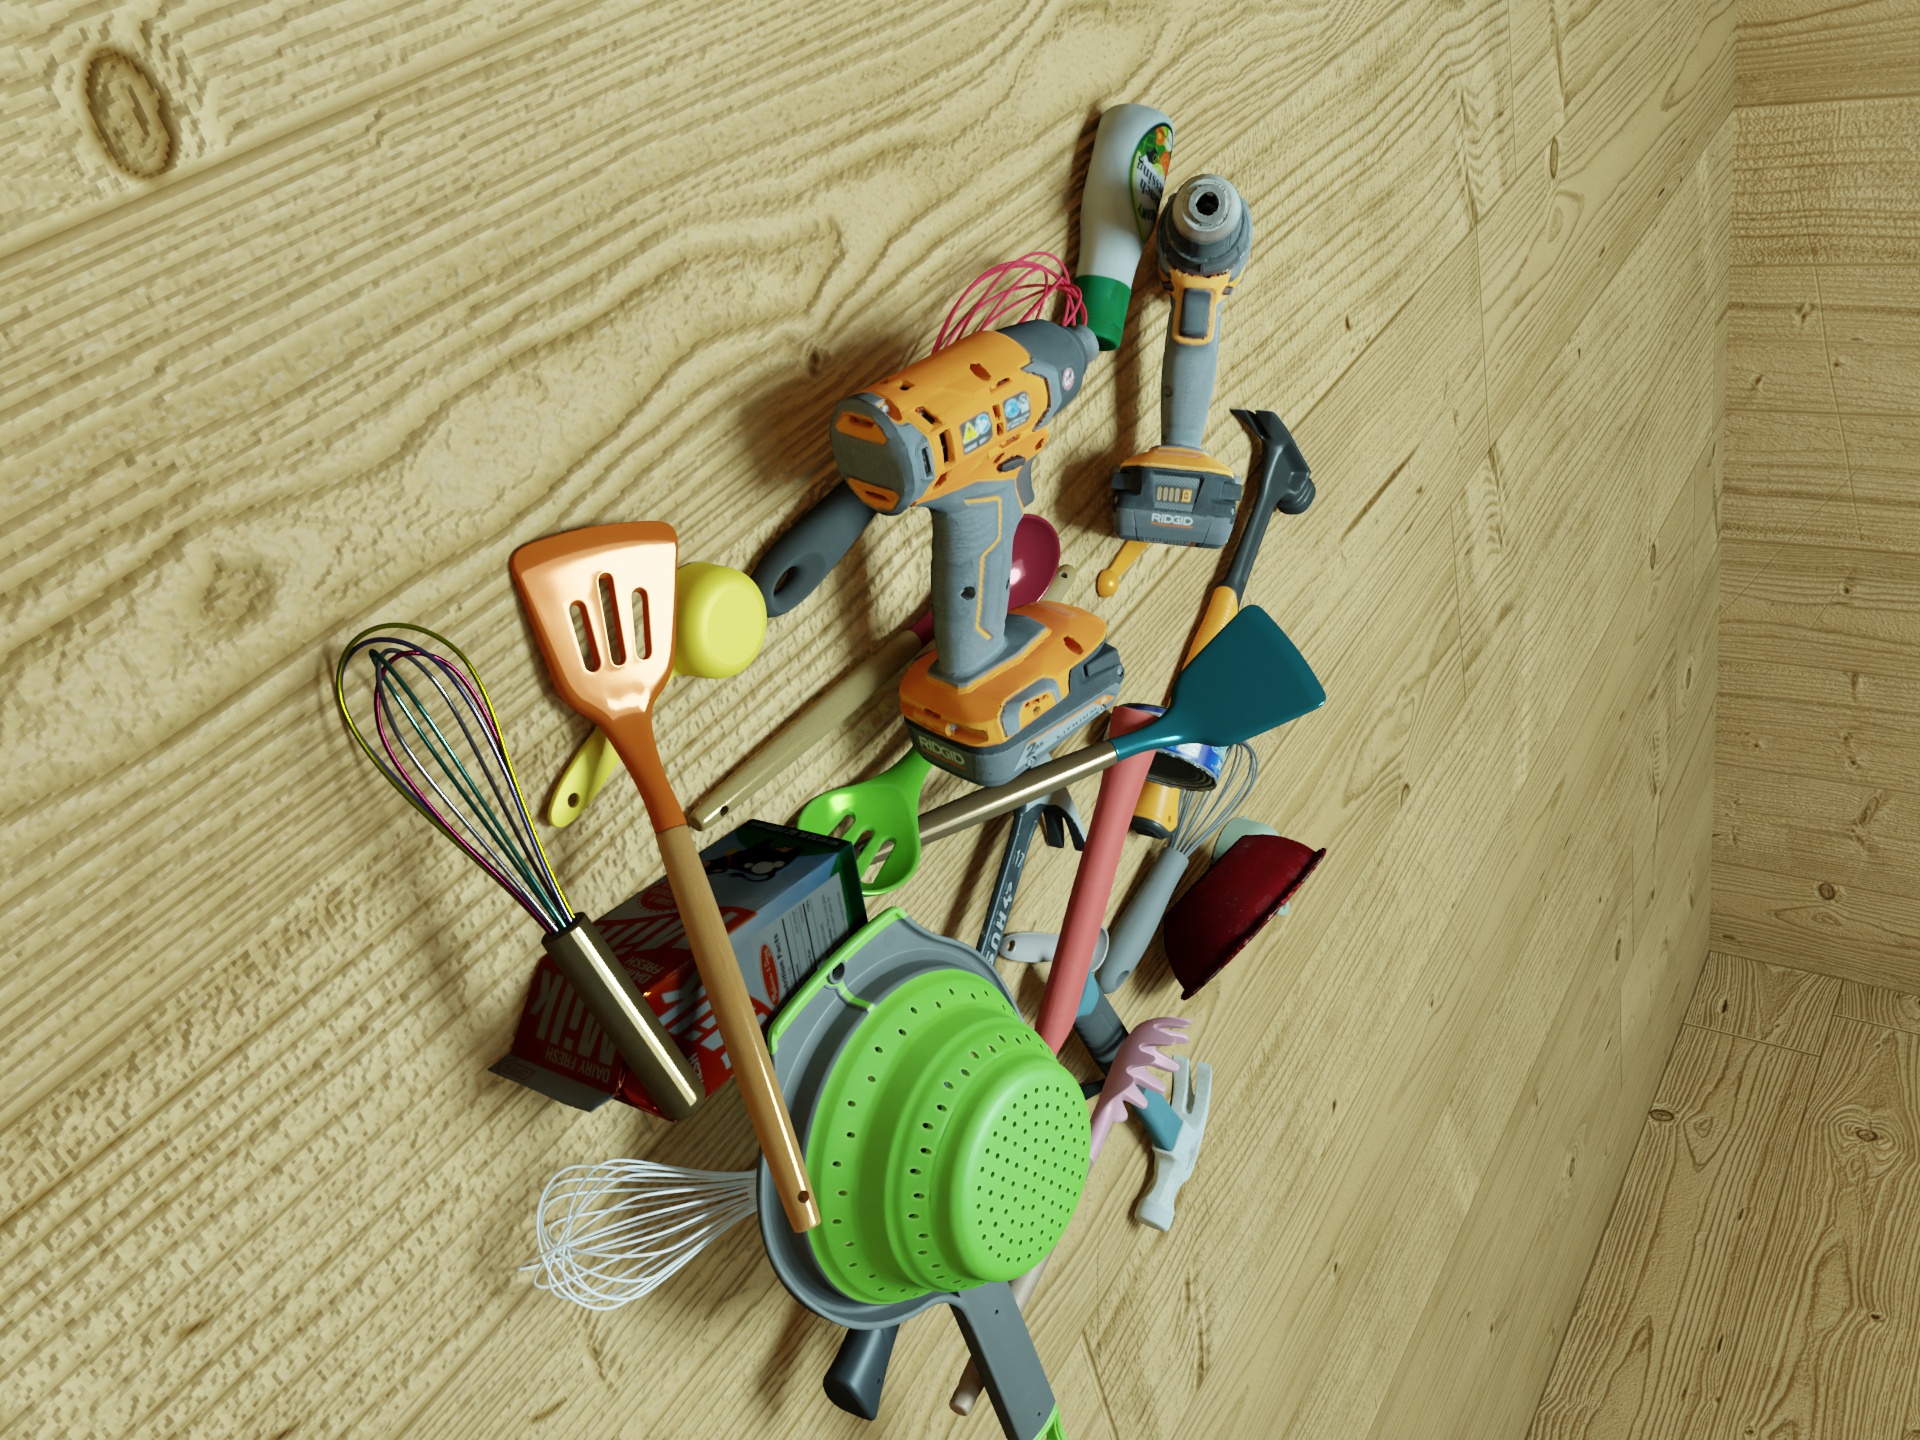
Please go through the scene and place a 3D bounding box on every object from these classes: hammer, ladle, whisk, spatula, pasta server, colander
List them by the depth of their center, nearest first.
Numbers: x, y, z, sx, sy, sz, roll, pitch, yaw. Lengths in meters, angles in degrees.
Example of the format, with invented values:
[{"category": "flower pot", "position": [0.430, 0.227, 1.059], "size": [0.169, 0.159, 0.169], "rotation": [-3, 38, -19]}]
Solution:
[{"category": "whisk", "position": [-0.172, 0.066, 0.653], "size": [0.047, 0.051, 0.244], "rotation": [-42, 111, -33]}, {"category": "spatula", "position": [-0.118, 0.070, 0.706], "size": [0.081, 0.041, 0.323], "rotation": [-16, 83, -34]}, {"category": "whisk", "position": [-0.118, 0.250, 0.835], "size": [0.284, 0.070, 0.070], "rotation": [8, 92, -60]}, {"category": "colander", "position": [0.024, 0.287, 0.851], "size": [0.204, 0.094, 0.396], "rotation": [-43, 126, -37]}, {"category": "whisk", "position": [-0.020, -0.158, 0.868], "size": [0.296, 0.073, 0.073], "rotation": [-51, 136, -26]}, {"category": "ladle", "position": [-0.042, -0.030, 0.894], "size": [0.315, 0.031, 0.069], "rotation": [-42, 133, -39]}, {"category": "spatula", "position": [0.070, 0.021, 0.950], "size": [0.317, 0.082, 0.044], "rotation": [-22, 155, -22]}, {"category": "hammer", "position": [-0.003, 0.209, 0.966], "size": [0.149, 0.036, 0.409], "rotation": [48, 55, -55]}, {"category": "hammer", "position": [0.064, 0.166, 0.999], "size": [0.149, 0.037, 0.359], "rotation": [21, 85, -73]}, {"category": "pasta server", "position": [0.075, 0.309, 1.029], "size": [0.316, 0.040, 0.060], "rotation": [-54, 156, -41]}, {"category": "hammer", "position": [0.127, 0.267, 1.185], "size": [0.128, 0.033, 0.330], "rotation": [-63, 146, -25]}, {"category": "whisk", "position": [0.162, 0.105, 1.205], "size": [0.239, 0.055, 0.055], "rotation": [-58, 140, -21]}, {"category": "hammer", "position": [0.193, -0.070, 1.208], "size": [0.127, 0.034, 0.337], "rotation": [42, 64, -52]}]

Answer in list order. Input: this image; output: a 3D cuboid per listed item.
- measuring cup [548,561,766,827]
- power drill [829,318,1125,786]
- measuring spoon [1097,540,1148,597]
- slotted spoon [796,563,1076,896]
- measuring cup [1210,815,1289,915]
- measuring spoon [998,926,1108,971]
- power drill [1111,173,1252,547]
[{"category": "measuring cup", "position": [-0.141, -0.010, 0.752], "size": [0.157, 0.029, 0.062], "rotation": [-60, 141, -28]}, {"category": "power drill", "position": [0.025, -0.097, 0.850], "size": [0.164, 0.084, 0.226], "rotation": [-35, 130, -31]}, {"category": "measuring spoon", "position": [0.128, -0.125, 1.121], "size": [0.117, 0.011, 0.021], "rotation": [-51, 136, -34]}, {"category": "slotted spoon", "position": [-0.002, -0.003, 0.945], "size": [0.314, 0.070, 0.031], "rotation": [-52, 173, -40]}, {"category": "measuring cup", "position": [0.264, 0.139, 1.358], "size": [0.167, 0.038, 0.083], "rotation": [38, 67, -50]}, {"category": "measuring spoon", "position": [0.061, 0.156, 1.102], "size": [0.124, 0.018, 0.034], "rotation": [11, 91, -48]}, {"category": "power drill", "position": [0.146, -0.227, 1.014], "size": [0.185, 0.084, 0.226], "rotation": [-32, 128, -82]}]
